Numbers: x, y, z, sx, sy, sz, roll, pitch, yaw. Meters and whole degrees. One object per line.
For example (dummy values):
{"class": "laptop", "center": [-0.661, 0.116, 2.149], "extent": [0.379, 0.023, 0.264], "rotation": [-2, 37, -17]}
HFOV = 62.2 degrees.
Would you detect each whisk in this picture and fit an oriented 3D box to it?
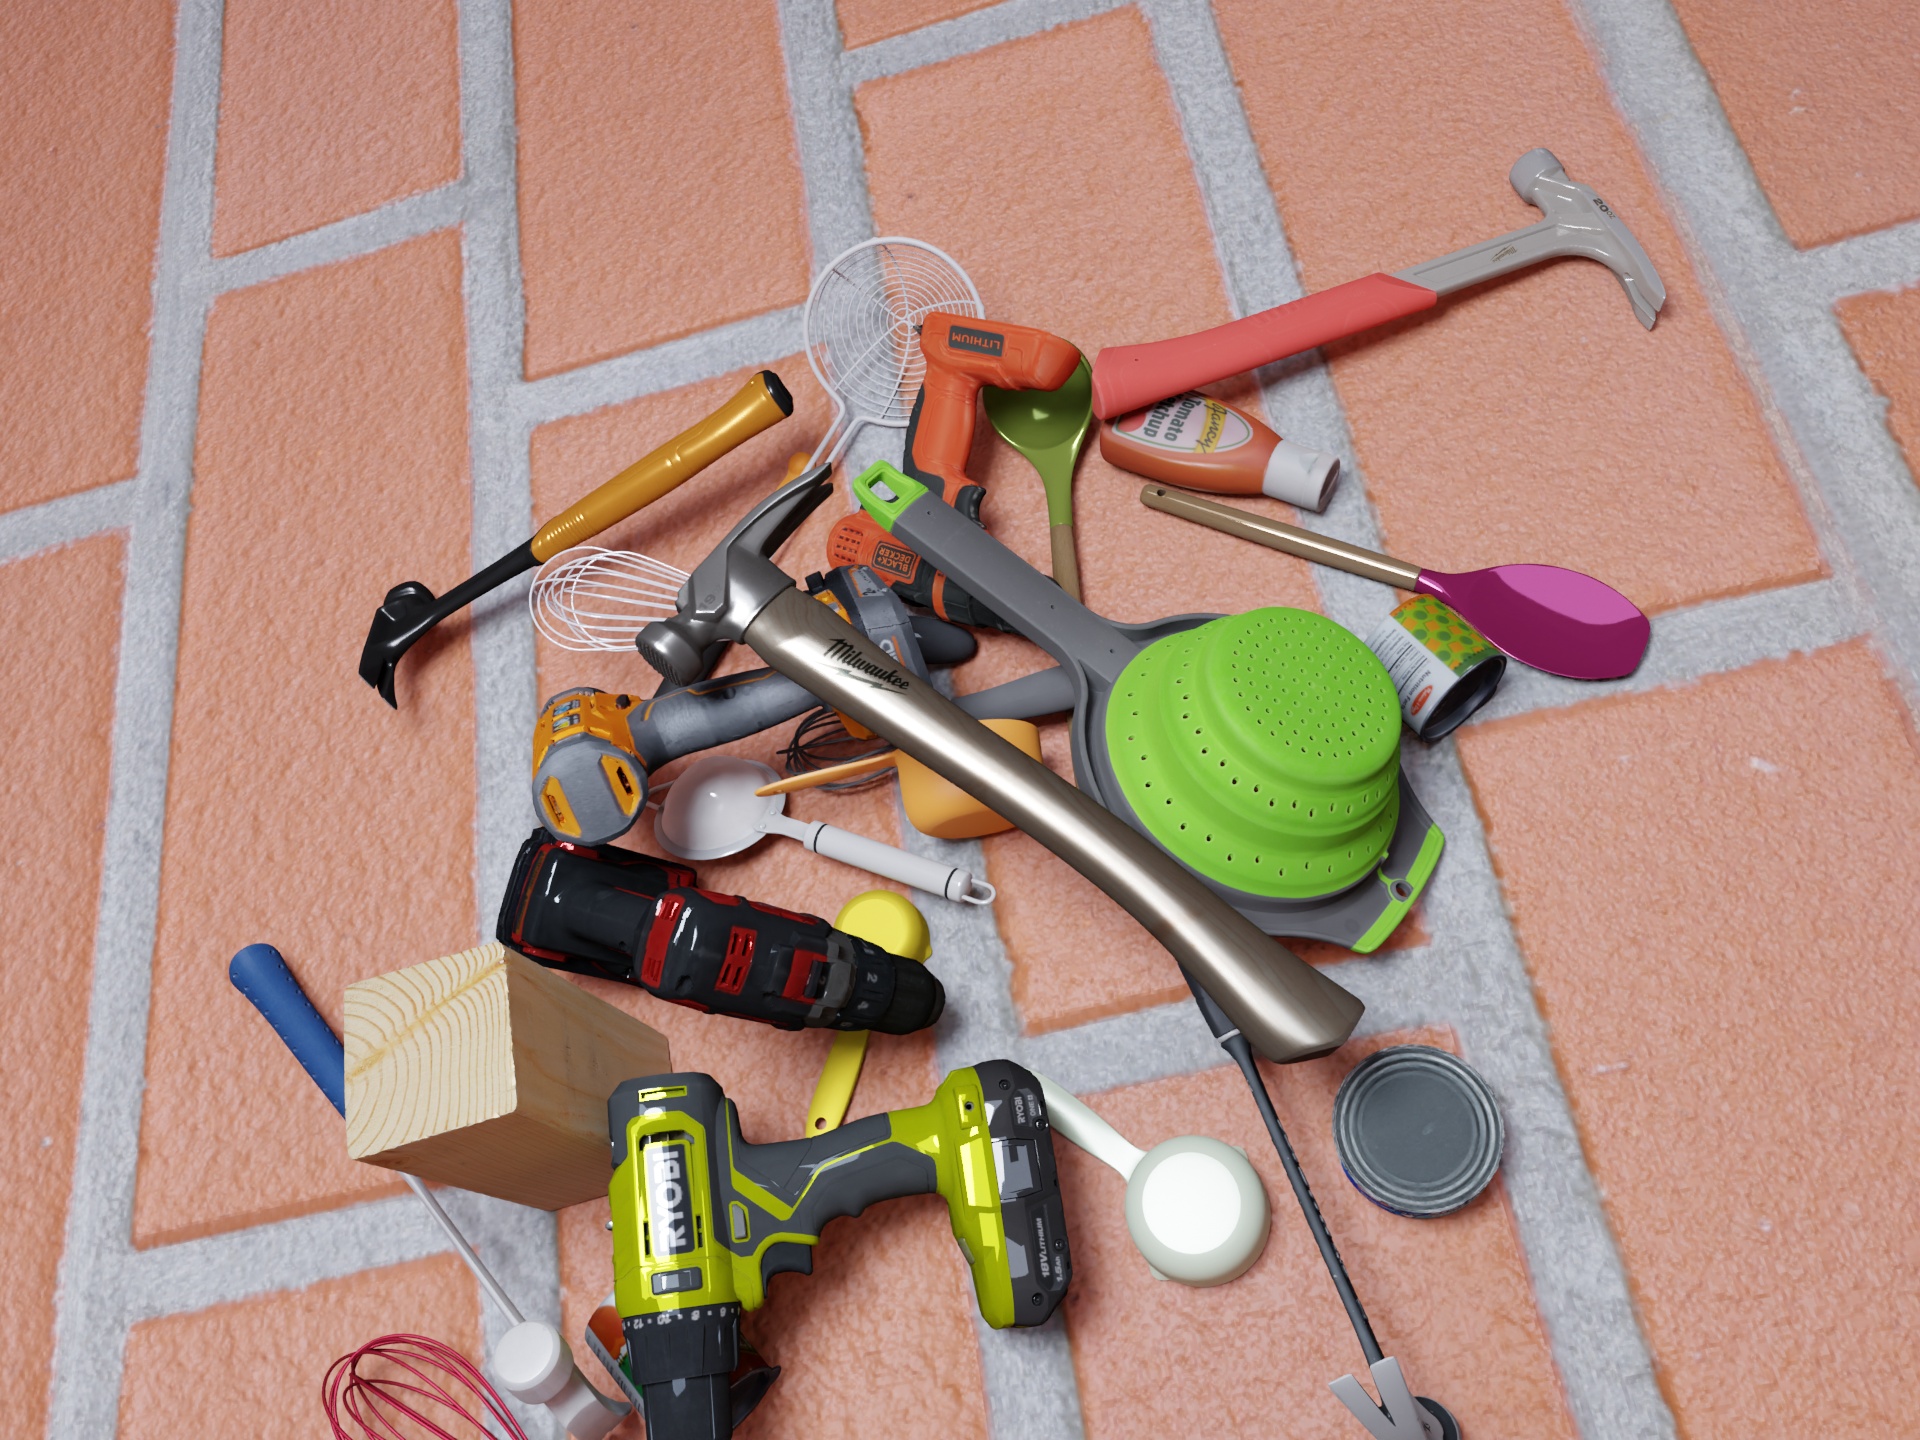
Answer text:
{"class": "whisk", "center": [-0.131, -0.063, 1.012], "extent": [0.284, 0.070, 0.070], "rotation": [7, 67, -3]}
{"class": "whisk", "center": [-0.002, -0.004, 0.973], "extent": [0.239, 0.055, 0.055], "rotation": [-15, 63, 15]}
{"class": "whisk", "center": [-0.219, 0.415, 0.844], "extent": [0.296, 0.073, 0.073], "rotation": [25, 74, 17]}

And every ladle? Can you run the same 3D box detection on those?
{"class": "ladle", "center": [0.062, -0.103, 1.012], "extent": [0.078, 0.062, 0.320], "rotation": [-14, 65, 23]}

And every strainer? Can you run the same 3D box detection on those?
{"class": "strainer", "center": [-0.094, 0.066, 0.971], "extent": [0.258, 0.050, 0.087], "rotation": [17, 51, 22]}

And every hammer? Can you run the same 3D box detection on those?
{"class": "hammer", "center": [0.033, 0.026, 0.820], "extent": [0.411, 0.038, 0.146], "rotation": [36, 72, 12]}
{"class": "hammer", "center": [0.255, -0.257, 1.015], "extent": [0.359, 0.036, 0.149], "rotation": [-20, 62, -5]}
{"class": "hammer", "center": [0.147, 0.178, 0.831], "extent": [0.036, 0.149, 0.409], "rotation": [-27, 55, 9]}
{"class": "hammer", "center": [-0.320, 0.260, 0.917], "extent": [0.035, 0.143, 0.406], "rotation": [-39, 52, -21]}
{"class": "hammer", "center": [-0.255, -0.128, 1.054], "extent": [0.337, 0.034, 0.127], "rotation": [-30, 32, 11]}

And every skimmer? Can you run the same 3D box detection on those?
{"class": "skimmer", "center": [-0.108, -0.153, 1.057], "extent": [0.127, 0.090, 0.363], "rotation": [31, 77, -6]}

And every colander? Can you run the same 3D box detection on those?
{"class": "colander", "center": [0.106, -0.043, 0.876], "extent": [0.397, 0.094, 0.204], "rotation": [38, 55, 9]}

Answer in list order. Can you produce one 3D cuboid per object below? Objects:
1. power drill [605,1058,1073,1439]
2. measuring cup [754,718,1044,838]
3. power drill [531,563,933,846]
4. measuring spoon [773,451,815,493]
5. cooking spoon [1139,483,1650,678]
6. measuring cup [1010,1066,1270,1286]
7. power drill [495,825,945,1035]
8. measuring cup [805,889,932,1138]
{"class": "power drill", "center": [-0.064, 0.271, 0.818], "extent": [0.228, 0.080, 0.191], "rotation": [-6, 69, -9]}
{"class": "measuring cup", "center": [-0.033, 0.046, 0.940], "extent": [0.173, 0.095, 0.052], "rotation": [-12, 72, -1]}
{"class": "power drill", "center": [-0.142, -0.014, 0.934], "extent": [0.226, 0.084, 0.164], "rotation": [-22, 22, -8]}
{"class": "measuring spoon", "center": [-0.136, -0.140, 1.102], "extent": [0.021, 0.011, 0.117], "rotation": [23, 73, 23]}
{"class": "cooking spoon", "center": [0.257, -0.094, 0.977], "extent": [0.319, 0.017, 0.069], "rotation": [21, 72, 22]}
{"class": "measuring cup", "center": [0.089, 0.235, 0.857], "extent": [0.168, 0.038, 0.083], "rotation": [33, 77, 24]}
{"class": "power drill", "center": [-0.136, 0.126, 0.892], "extent": [0.227, 0.187, 0.080], "rotation": [6, 78, 48]}
{"class": "measuring cup", "center": [-0.063, 0.172, 0.929], "extent": [0.062, 0.029, 0.157], "rotation": [10, 66, 19]}
